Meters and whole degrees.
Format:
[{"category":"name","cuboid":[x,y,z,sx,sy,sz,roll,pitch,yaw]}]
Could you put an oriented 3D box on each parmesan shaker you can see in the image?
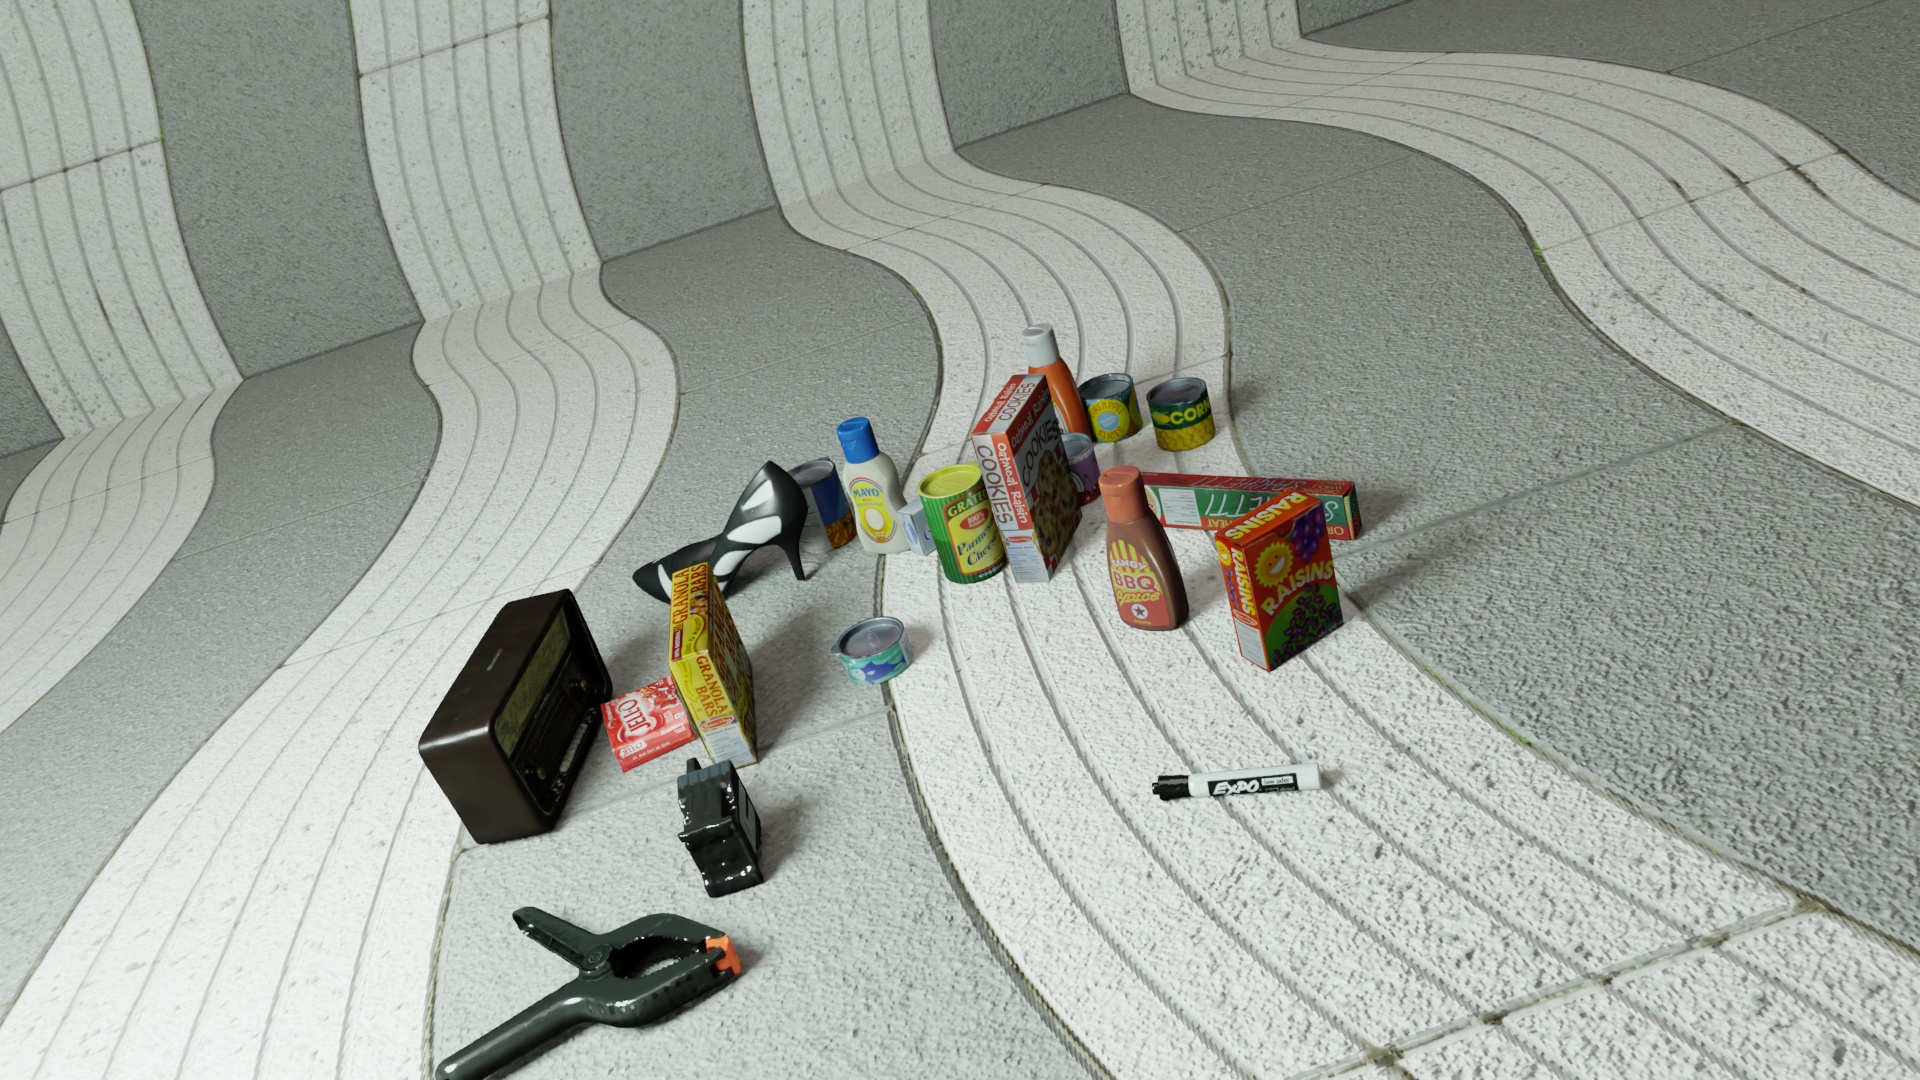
[{"category":"parmesan shaker","cuboid":[0.005,-0.017,1.379,0.071,0.102,0.071,-14,28,8]}]

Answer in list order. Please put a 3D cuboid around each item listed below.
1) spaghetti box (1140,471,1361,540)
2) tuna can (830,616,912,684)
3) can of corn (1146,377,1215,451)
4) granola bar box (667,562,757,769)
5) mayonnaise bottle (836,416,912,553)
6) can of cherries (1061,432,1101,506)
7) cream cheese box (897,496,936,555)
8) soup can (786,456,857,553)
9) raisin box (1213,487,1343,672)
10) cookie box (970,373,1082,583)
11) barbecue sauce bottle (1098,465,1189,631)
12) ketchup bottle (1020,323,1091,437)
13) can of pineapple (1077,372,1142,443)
[{"category":"spaghetti box","cuboid":[0.256,-0.034,1.322,0.250,0.050,0.029,5,35,36]},{"category":"tuna can","cuboid":[-0.081,0.103,1.285,0.071,0.032,0.071,-14,28,7]},{"category":"can of corn","cuboid":[0.241,-0.136,1.508,0.071,0.058,0.071,-14,28,7]},{"category":"granola bar box","cuboid":[-0.223,0.112,1.251,0.039,0.123,0.166,-18,27,-1]},{"category":"mayonnaise bottle","cuboid":[-0.092,-0.057,1.458,0.064,0.147,0.041,-3,31,27]},{"category":"can of cherries","cuboid":[0.112,-0.072,1.465,0.071,0.058,0.072,-14,28,7]},{"category":"cream cheese box","cuboid":[-0.017,-0.033,1.472,0.024,0.053,0.104,14,41,45]},{"category":"soup can","cuboid":[-0.155,-0.039,1.531,0.071,0.083,0.072,-14,28,7]},{"category":"raisin box","cuboid":[0.258,0.032,1.121,0.086,0.123,0.040,-28,29,-19]},{"category":"cookie box","cuboid":[0.067,-0.062,1.355,0.040,0.166,0.123,-4,31,26]},{"category":"barbecue sauce bottle","cuboid":[0.153,0.007,1.200,0.065,0.148,0.044,7,36,39]},{"category":"ketchup bottle","cuboid":[0.103,-0.168,1.548,0.044,0.148,0.065,-35,32,-29]},{"category":"can of pineapple","cuboid":[0.169,-0.149,1.574,0.071,0.057,0.071,-14,28,7]}]
